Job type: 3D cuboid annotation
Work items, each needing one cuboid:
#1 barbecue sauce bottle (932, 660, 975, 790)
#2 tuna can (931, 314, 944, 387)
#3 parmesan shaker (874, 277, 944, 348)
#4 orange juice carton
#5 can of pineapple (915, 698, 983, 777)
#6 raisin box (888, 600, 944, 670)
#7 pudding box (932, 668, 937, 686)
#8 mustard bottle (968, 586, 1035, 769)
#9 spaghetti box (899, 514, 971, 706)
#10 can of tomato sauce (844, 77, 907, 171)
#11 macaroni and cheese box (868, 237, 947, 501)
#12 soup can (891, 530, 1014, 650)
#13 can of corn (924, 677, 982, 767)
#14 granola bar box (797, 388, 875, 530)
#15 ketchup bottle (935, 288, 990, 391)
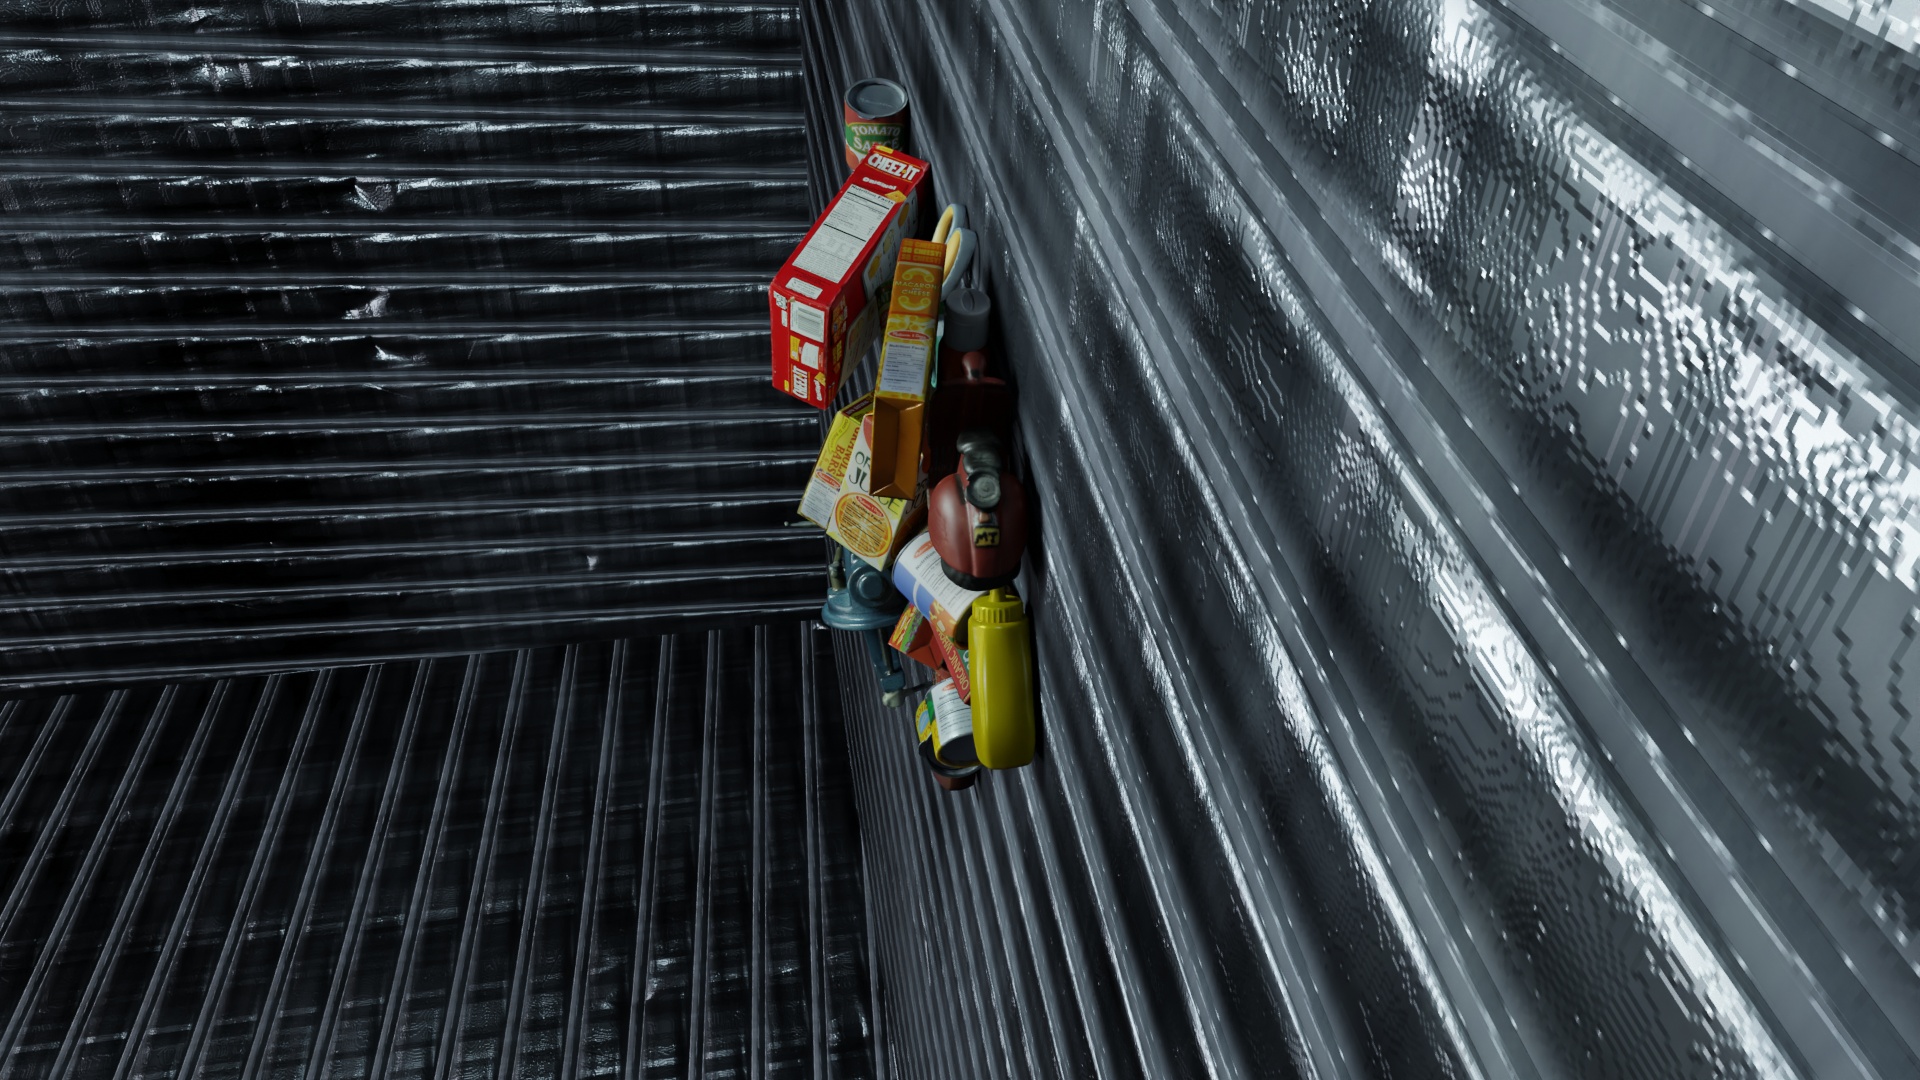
[{"bbox_3d":[-0.006,0.178,1.393,0.065,0.044,0.147,-119,25,-51],"label":"barbecue sauce bottle"},{"bbox_3d":[-0.010,-0.167,1.243,0.071,0.033,0.071,177,88,-81],"label":"tuna can"},{"bbox_3d":[-0.042,-0.196,1.334,0.071,0.071,0.103,116,147,-74],"label":"parmesan shaker"},{"bbox_3d":[-0.058,-0.071,1.315,0.072,0.073,0.191,-37,-24,-47],"label":"orange juice carton"},{"bbox_3d":[-0.009,0.182,1.326,0.058,0.071,0.070,-112,18,-61],"label":"can of pineapple"},{"bbox_3d":[-0.029,0.076,1.365,0.086,0.040,0.123,-65,10,-5],"label":"raisin box"},{"bbox_3d":[-0.012,0.132,1.447,0.050,0.030,0.083,-123,29,-73],"label":"pudding box"},{"bbox_3d":[0.031,0.095,1.077,0.065,0.049,0.159,-126,32,-74],"label":"mustard bottle"},{"bbox_3d":[-0.005,0.059,1.231,0.050,0.028,0.251,-52,30,16],"label":"spaghetti box"},{"bbox_3d":[-0.091,-0.443,1.498,0.082,0.071,0.071,95,166,-54],"label":"can of tomato sauce"},{"bbox_3d":[-0.042,-0.135,1.089,0.123,0.040,0.167,99,177,-54],"label":"macaroni and cheese box"},{"bbox_3d":[-0.005,0.041,1.136,0.084,0.071,0.071,44,147,34],"label":"soup can"},{"bbox_3d":[0.007,0.162,1.229,0.070,0.071,0.058,96,165,-52],"label":"can of corn"},{"bbox_3d":[-0.093,-0.096,1.407,0.166,0.039,0.123,-43,-18,-58],"label":"granola bar box"},{"bbox_3d":[0.002,-0.138,1.148,0.148,0.043,0.065,94,171,-46],"label":"ketchup bottle"}]
